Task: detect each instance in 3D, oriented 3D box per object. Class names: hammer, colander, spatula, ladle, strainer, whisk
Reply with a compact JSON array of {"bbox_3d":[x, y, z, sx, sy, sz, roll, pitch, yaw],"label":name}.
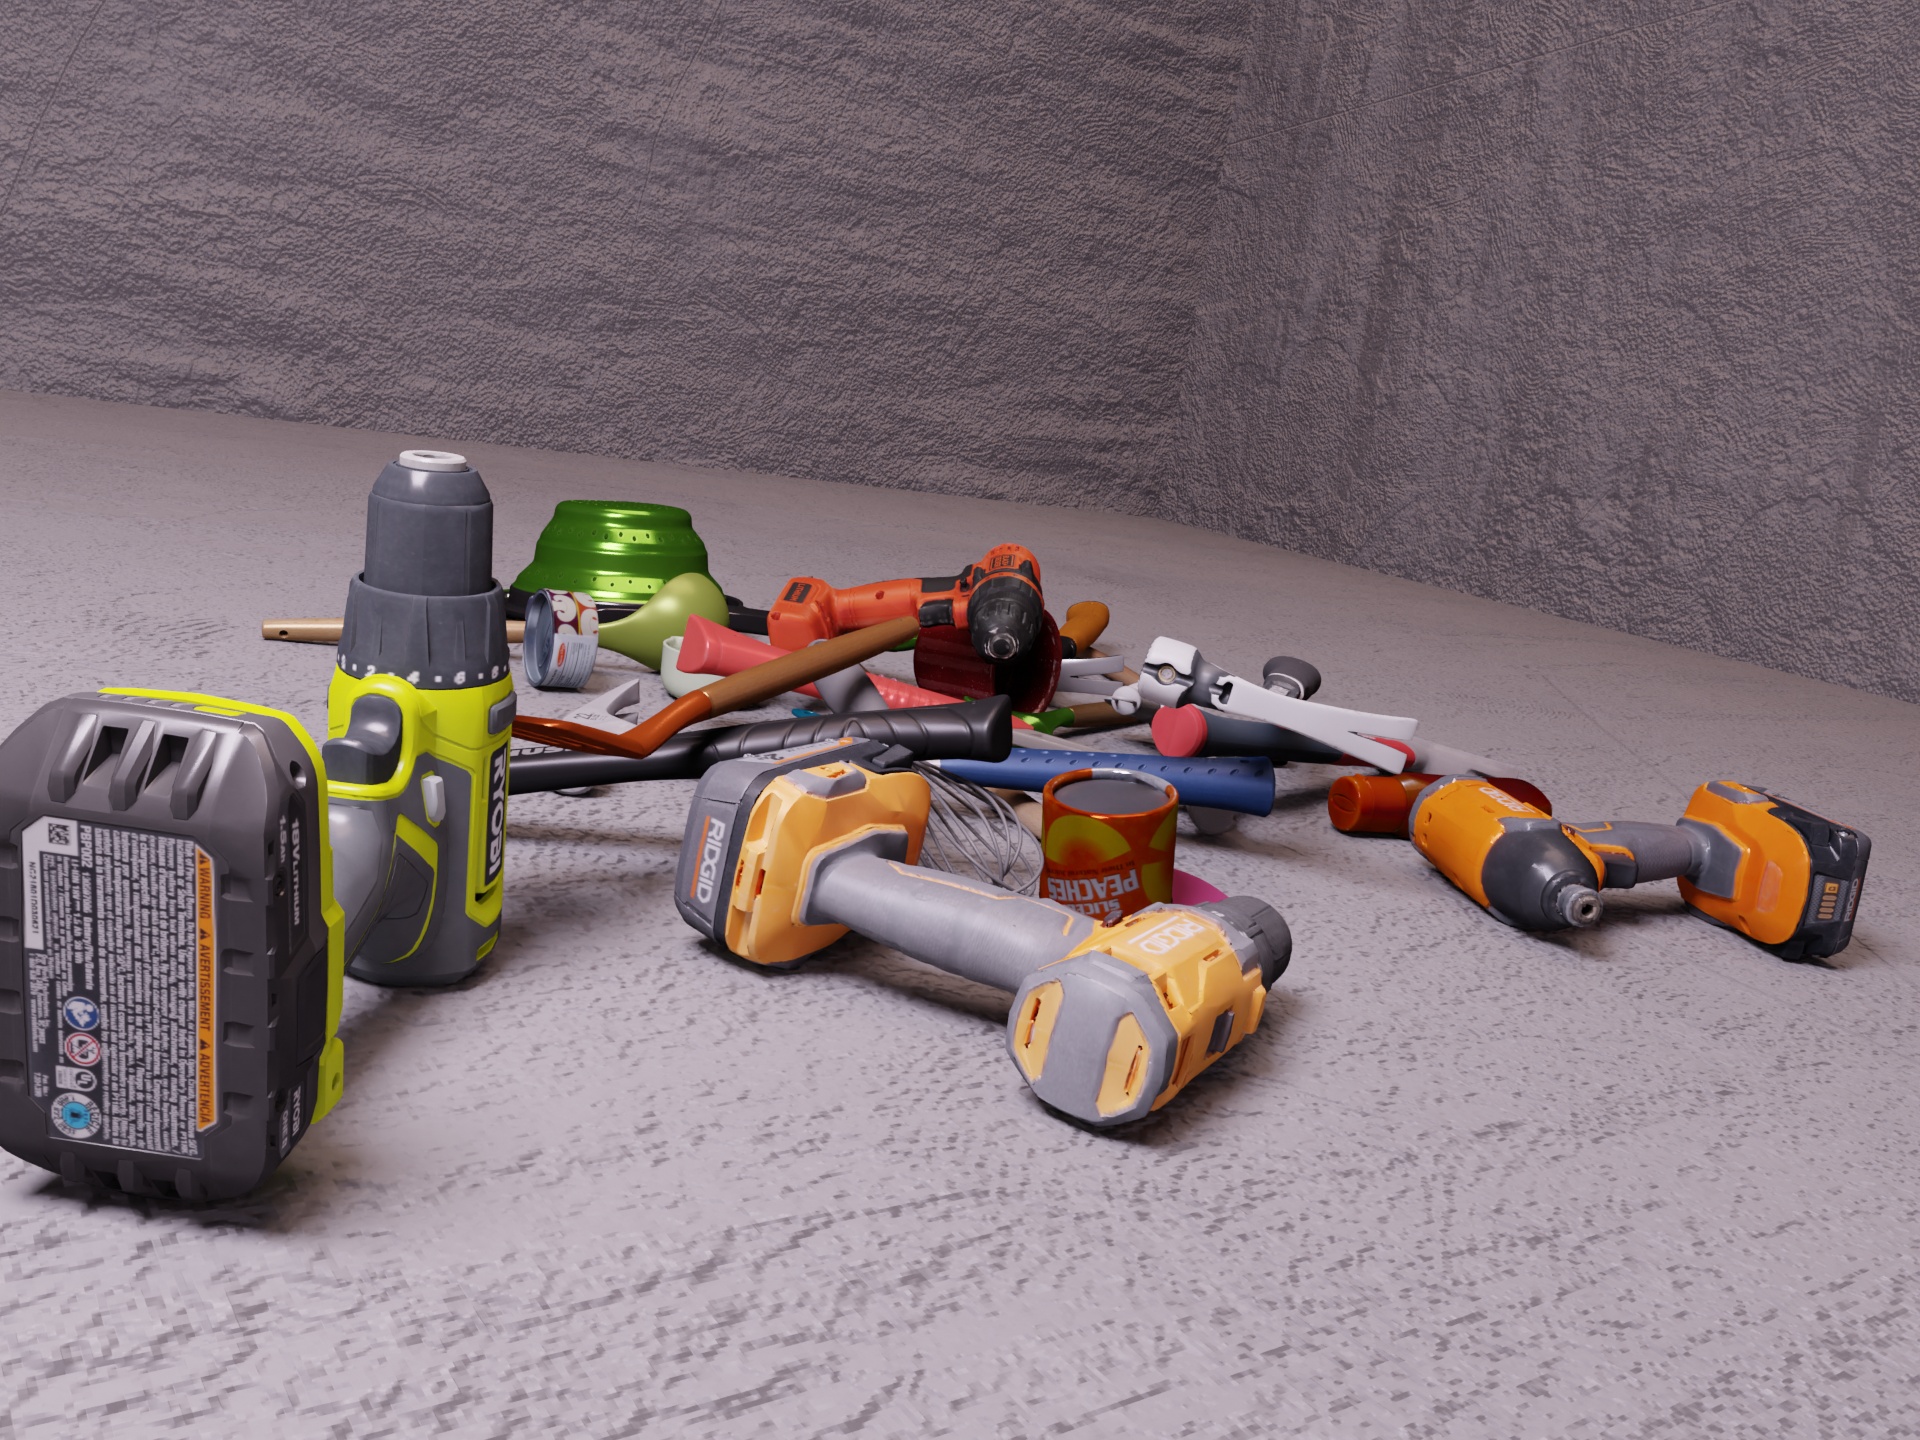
[{"bbox_3d":[0.216,-0.019,1.039,0.149,0.036,0.409,19,8,12],"label":"hammer"},{"bbox_3d":[-0.204,-0.122,1.293,0.397,0.094,0.204,8,10,19],"label":"colander"},{"bbox_3d":[-0.108,-0.022,0.753,0.081,0.041,0.322,5,17,30],"label":"spatula"},{"bbox_3d":[-0.138,0.016,0.761,0.334,0.035,0.146,-5,15,-8],"label":"hammer"},{"bbox_3d":[-0.324,-0.069,1.135,0.320,0.078,0.062,0,35,-18],"label":"ladle"},{"bbox_3d":[0.257,0.022,1.095,0.143,0.038,0.386,20,9,36],"label":"hammer"},{"bbox_3d":[0.105,-0.071,1.448,0.127,0.034,0.337,3,13,13],"label":"hammer"},{"bbox_3d":[0.134,-0.012,1.116,0.087,0.050,0.258,19,3,14],"label":"strainer"},{"bbox_3d":[-0.002,-0.003,1.016,0.359,0.036,0.149,16,10,-4],"label":"hammer"},{"bbox_3d":[-0.028,0.020,0.825,0.055,0.055,0.239,2,31,-33],"label":"whisk"},{"bbox_3d":[-0.024,0.021,0.917,0.405,0.035,0.144,4,14,-4],"label":"hammer"},{"bbox_3d":[0.126,-0.062,1.533,0.059,0.018,0.316,5,12,-16],"label":"spatula"}]

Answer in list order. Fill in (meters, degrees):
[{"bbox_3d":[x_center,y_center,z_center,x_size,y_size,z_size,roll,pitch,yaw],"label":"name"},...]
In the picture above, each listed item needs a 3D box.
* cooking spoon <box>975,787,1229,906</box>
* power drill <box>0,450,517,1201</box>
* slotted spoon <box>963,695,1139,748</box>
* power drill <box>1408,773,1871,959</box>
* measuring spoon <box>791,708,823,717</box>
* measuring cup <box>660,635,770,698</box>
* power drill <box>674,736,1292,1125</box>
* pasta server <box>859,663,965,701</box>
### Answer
[{"bbox_3d":[0.059,0.067,0.879,0.068,0.017,0.319,-7,18,-21],"label":"cooking spoon"},{"bbox_3d":[-0.199,0.021,0.499,0.080,0.190,0.229,8,16,1],"label":"power drill"},{"bbox_3d":[0.094,-0.002,1.210,0.070,0.031,0.313,32,19,27],"label":"slotted spoon"},{"bbox_3d":[0.397,0.085,0.921,0.226,0.084,0.164,3,13,-8],"label":"power drill"},{"bbox_3d":[-0.062,0.003,1.068,0.129,0.021,0.042,19,15,30],"label":"measuring spoon"},{"bbox_3d":[-0.150,-0.035,1.153,0.083,0.038,0.167,16,11,27],"label":"measuring cup"},{"bbox_3d":[0.020,0.078,0.661,0.226,0.084,0.185,21,16,27],"label":"power drill"},{"bbox_3d":[-0.068,-0.034,1.207,0.060,0.040,0.316,18,7,-20],"label":"pasta server"}]
